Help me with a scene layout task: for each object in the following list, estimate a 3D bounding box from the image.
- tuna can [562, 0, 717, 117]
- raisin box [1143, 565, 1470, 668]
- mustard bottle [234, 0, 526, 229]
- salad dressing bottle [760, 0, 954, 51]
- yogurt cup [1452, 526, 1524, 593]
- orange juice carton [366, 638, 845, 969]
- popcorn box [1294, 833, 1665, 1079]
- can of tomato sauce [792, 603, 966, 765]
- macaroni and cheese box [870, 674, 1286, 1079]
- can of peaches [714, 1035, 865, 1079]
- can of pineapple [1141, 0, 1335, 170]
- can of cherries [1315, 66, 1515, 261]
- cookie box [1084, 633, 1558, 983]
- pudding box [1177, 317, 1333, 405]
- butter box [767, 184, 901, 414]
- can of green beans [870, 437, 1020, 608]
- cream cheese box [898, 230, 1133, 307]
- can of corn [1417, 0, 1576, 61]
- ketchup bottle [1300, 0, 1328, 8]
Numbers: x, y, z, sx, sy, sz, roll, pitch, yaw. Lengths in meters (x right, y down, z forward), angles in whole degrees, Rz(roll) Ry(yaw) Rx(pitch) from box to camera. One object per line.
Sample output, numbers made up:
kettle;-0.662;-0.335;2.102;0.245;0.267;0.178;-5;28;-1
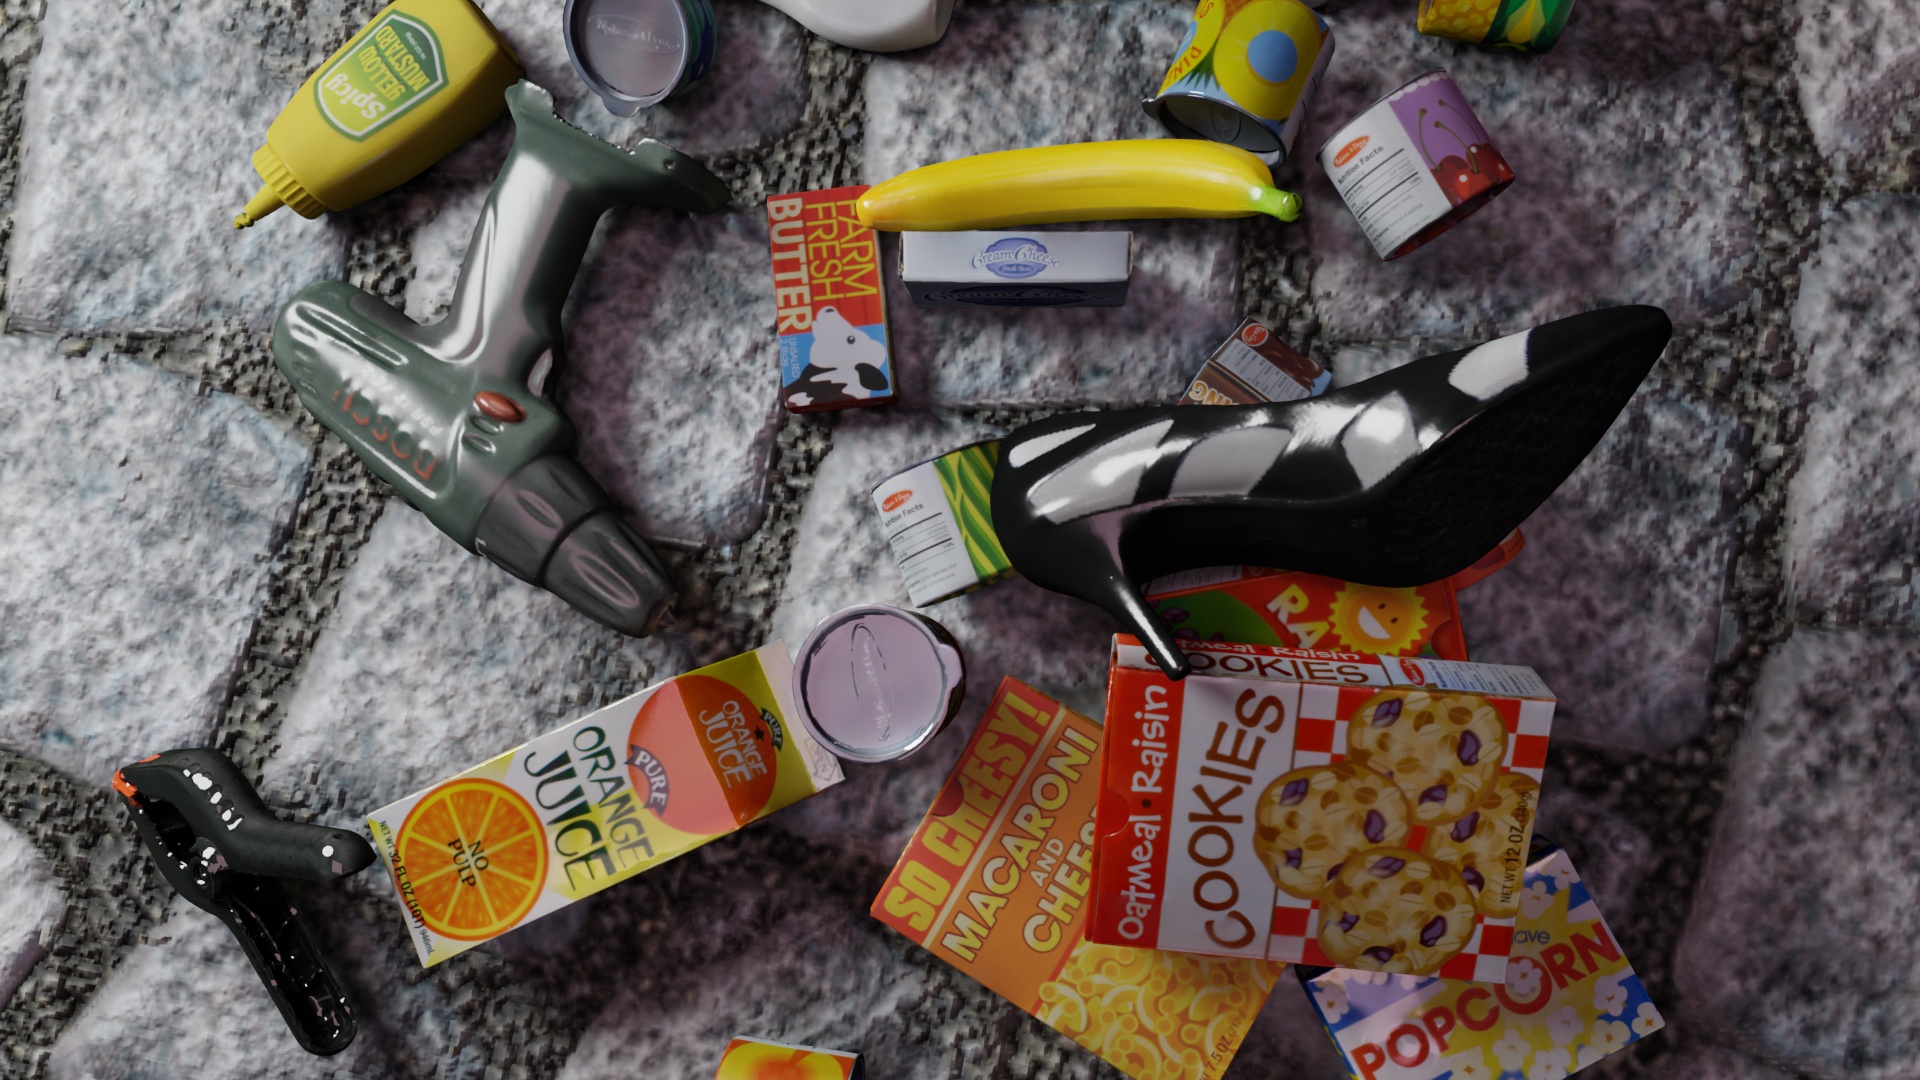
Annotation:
tuna can;-0.152;-0.239;0.660;0.071;0.033;0.070;7;116;15
raisin box;0.149;0.043;0.590;0.123;0.040;0.086;-11;108;20
mustard bottle;-0.289;-0.200;0.673;0.160;0.049;0.065;-39;82;1
salad dressing bottle;-0.077;-0.275;0.665;0.148;0.044;0.064;14;92;8
yogurt cup;0.208;-0.008;0.608;0.072;0.072;0.054;-32;92;2
orange juice carton;-0.153;0.114;0.622;0.193;0.073;0.072;-24;83;2
popcorn box;0.221;0.196;0.601;0.127;0.038;0.085;-29;83;2
can of tomato sauce;-0.031;0.061;0.611;0.071;0.083;0.071;0;86;5
macaroni and cheese box;0.062;0.153;0.617;0.166;0.040;0.124;30;87;6
can of peaches;-0.077;0.256;0.605;0.058;0.071;0.071;7;86;6
can of pineapple;0.127;-0.210;0.630;0.071;0.071;0.058;24;87;6
can of cherries;0.205;-0.167;0.621;0.071;0.071;0.058;-31;84;2
cookie box;0.138;0.107;0.555;0.167;0.040;0.122;4;106;4
pudding box;0.130;-0.064;0.609;0.050;0.084;0.030;37;122;6
butter box;-0.060;-0.114;0.659;0.053;0.024;0.103;-7;85;4
can of green beans;0.000;-0.007;0.623;0.071;0.071;0.058;-21;85;3
cream cheese box;0.026;-0.124;0.637;0.104;0.053;0.024;1;86;5
can of corn;0.243;-0.255;0.626;0.058;0.071;0.071;12;87;7
ketchup bottle;0.173;-0.326;0.648;0.065;0.043;0.149;15;87;7
